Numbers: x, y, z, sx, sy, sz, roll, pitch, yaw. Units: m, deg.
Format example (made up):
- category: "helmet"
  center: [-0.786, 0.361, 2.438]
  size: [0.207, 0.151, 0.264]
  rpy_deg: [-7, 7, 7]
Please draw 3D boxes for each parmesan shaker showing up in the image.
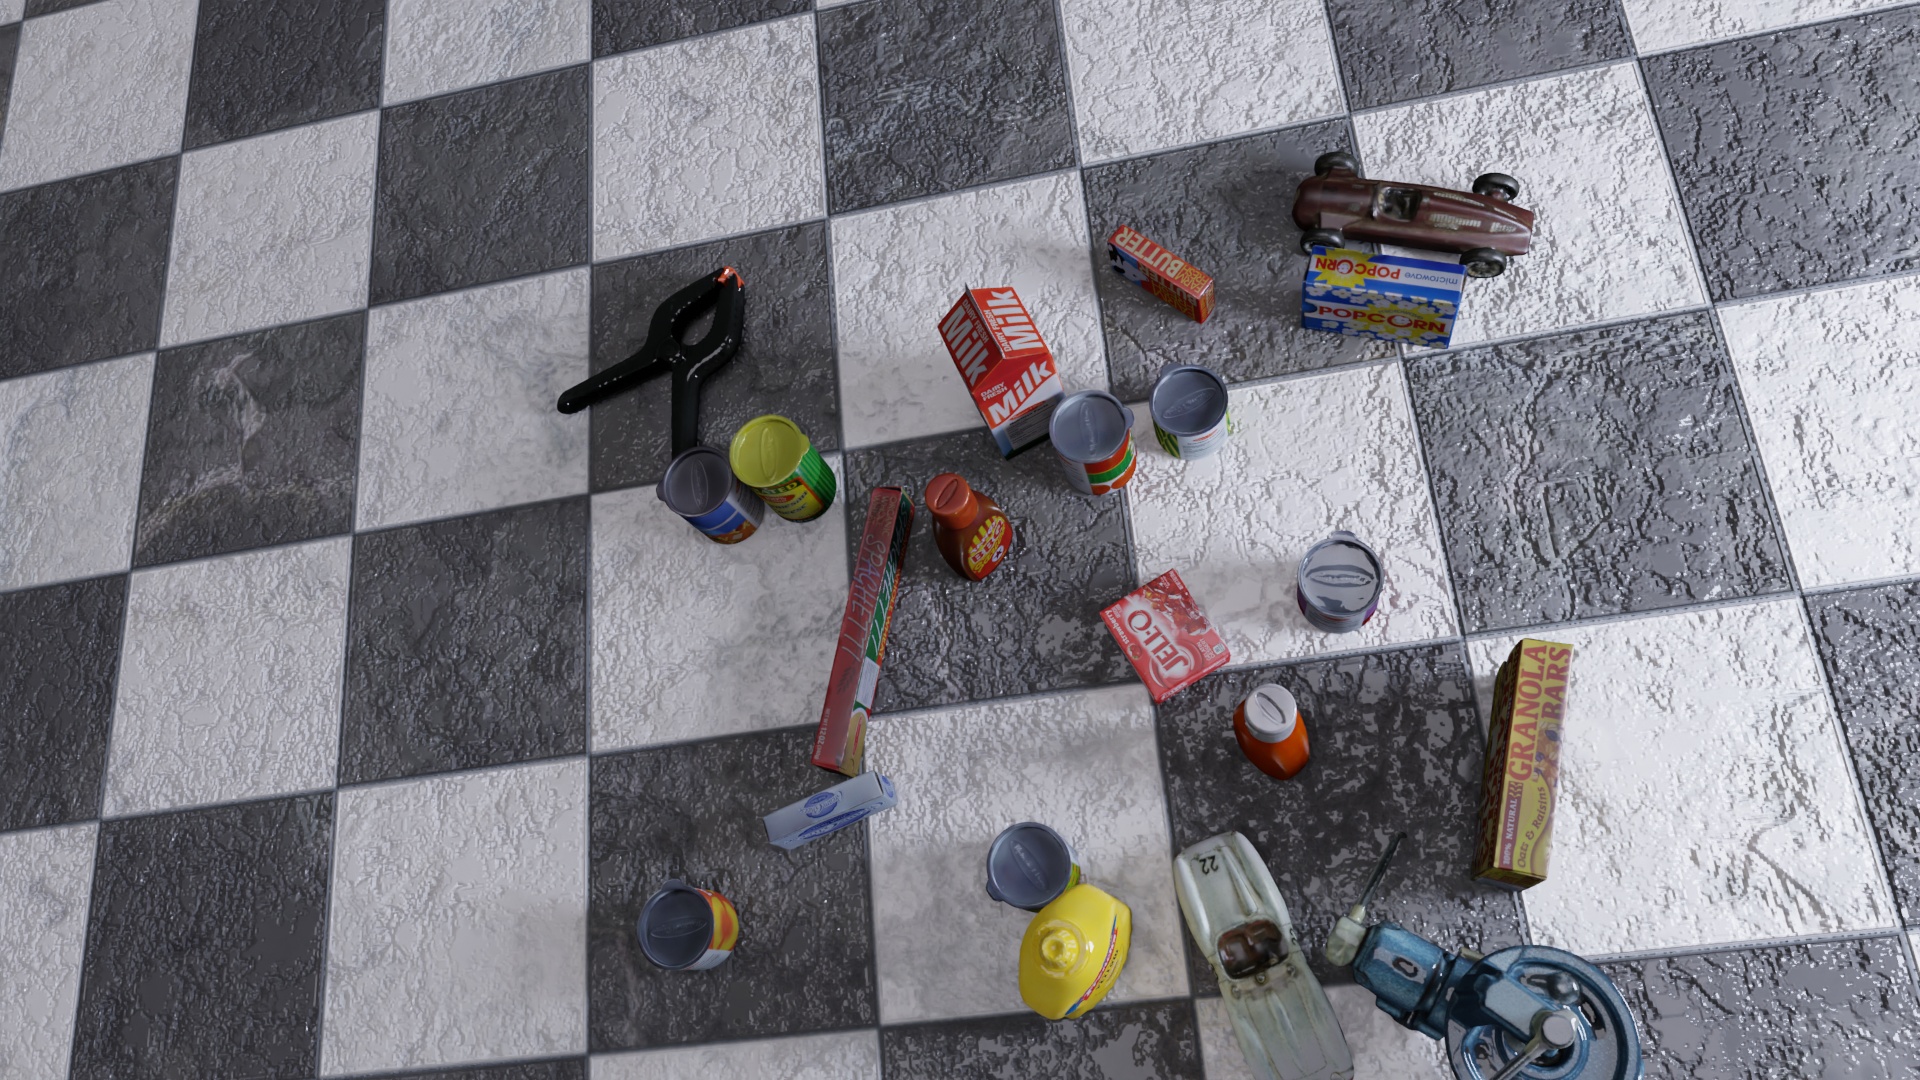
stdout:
- category: "parmesan shaker"
  center: [-0.152, -0.061, 1.225]
  size: [0.071, 0.103, 0.071]
  rpy_deg: [-4, 71, 12]

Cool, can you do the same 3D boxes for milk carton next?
- category: "milk carton"
  center: [0.037, -0.145, 1.164]
  size: [0.073, 0.190, 0.072]
  rpy_deg: [-28, 68, 3]

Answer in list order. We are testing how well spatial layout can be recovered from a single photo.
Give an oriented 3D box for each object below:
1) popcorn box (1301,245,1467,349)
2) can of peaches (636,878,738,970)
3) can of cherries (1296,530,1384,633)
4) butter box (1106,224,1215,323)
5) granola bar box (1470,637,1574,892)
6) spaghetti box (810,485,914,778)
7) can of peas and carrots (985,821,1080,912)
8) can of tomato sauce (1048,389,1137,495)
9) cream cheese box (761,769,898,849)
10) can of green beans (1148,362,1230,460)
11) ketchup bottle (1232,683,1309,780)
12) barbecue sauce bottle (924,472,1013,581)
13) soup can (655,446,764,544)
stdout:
- category: "popcorn box"
  center: [0.354, -0.204, 1.169]
  size: [0.127, 0.085, 0.038]
  rpy_deg: [12, 75, 16]
- category: "can of peaches"
  center: [-0.222, 0.315, 1.137]
  size: [0.071, 0.058, 0.071]
  rpy_deg: [-4, 71, 12]
- category: "can of cherries"
  center: [0.305, 0.034, 1.114]
  size: [0.071, 0.058, 0.071]
  rpy_deg: [-4, 71, 12]
- category: "butter box"
  center: [0.179, -0.237, 1.237]
  size: [0.103, 0.053, 0.024]
  rpy_deg: [37, 83, 21]
- category: "granola bar box"
  center: [0.407, 0.165, 1.011]
  size: [0.039, 0.124, 0.166]
  rpy_deg: [9, 74, 16]
- category: "spaghetti box"
  center: [-0.081, 0.076, 1.191]
  size: [0.029, 0.050, 0.250]
  rpy_deg: [7, 73, 15]
- category: "can of peas and carrots"
  center: [0.056, 0.260, 1.093]
  size: [0.071, 0.058, 0.071]
  rpy_deg: [-4, 71, 12]
- category: "can of tomato sauce"
  center: [0.116, -0.083, 1.183]
  size: [0.071, 0.083, 0.071]
  rpy_deg: [-4, 71, 12]
- category: "cream cheese box"
  center: [-0.106, 0.222, 1.145]
  size: [0.104, 0.053, 0.024]
  rpy_deg: [-24, 69, 4]
- category: "can of green beans"
  center: [0.196, -0.109, 1.187]
  size: [0.071, 0.057, 0.071]
  rpy_deg: [-4, 71, 12]
- category: "ketchup bottle"
  center: [0.233, 0.141, 1.045]
  size: [0.043, 0.148, 0.065]
  rpy_deg: [-41, 68, -2]
- category: "barbecue sauce bottle"
  center: [0.004, -0.014, 1.149]
  size: [0.044, 0.148, 0.065]
  rpy_deg: [32, 82, 20]
- category: "soup can"
  center: [-0.222, -0.039, 1.244]
  size: [0.071, 0.083, 0.071]
  rpy_deg: [-4, 71, 12]
